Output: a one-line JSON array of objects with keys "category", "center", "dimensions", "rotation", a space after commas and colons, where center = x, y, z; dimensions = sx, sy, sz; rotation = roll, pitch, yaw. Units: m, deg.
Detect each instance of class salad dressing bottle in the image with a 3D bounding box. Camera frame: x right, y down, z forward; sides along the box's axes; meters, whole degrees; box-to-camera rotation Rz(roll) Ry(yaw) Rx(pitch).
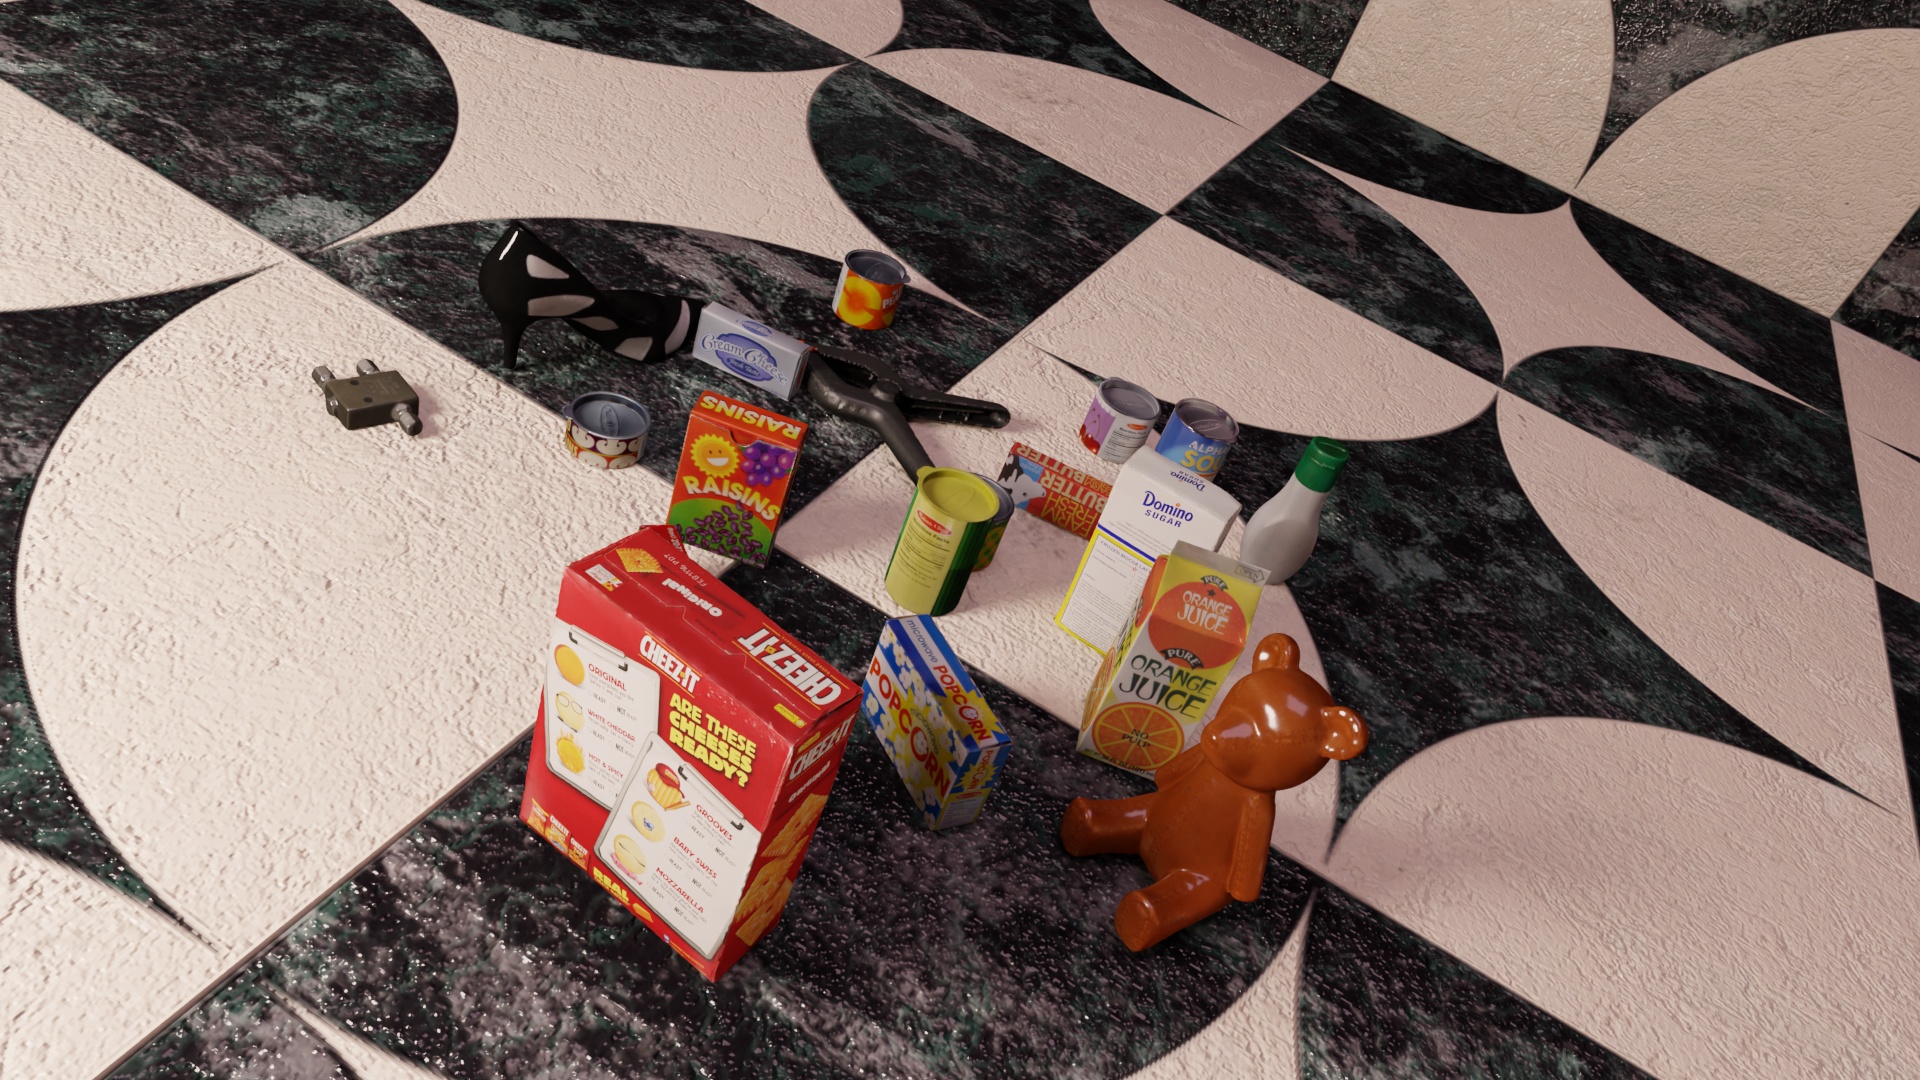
[{"category": "salad dressing bottle", "center": [0.306, -0.027, 1.268], "dimensions": [0.064, 0.146, 0.044], "rotation": [17, 36, -7]}]

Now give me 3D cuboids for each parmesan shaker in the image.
[{"category": "parmesan shaker", "center": [-0.018, 0.000, 1.106], "dimensions": [0.071, 0.102, 0.072], "rotation": [14, 37, -11]}]

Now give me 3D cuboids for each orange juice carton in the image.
[{"category": "orange juice carton", "center": [0.154, 0.082, 1.016], "dimensions": [0.072, 0.191, 0.073], "rotation": [21, 36, -2]}]

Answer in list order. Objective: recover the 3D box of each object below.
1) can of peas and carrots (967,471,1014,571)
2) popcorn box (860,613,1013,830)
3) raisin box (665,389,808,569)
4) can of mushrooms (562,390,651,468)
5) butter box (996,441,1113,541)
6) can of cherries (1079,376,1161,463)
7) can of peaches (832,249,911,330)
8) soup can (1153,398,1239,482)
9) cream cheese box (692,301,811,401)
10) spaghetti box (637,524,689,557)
[{"category": "can of peas and carrots", "center": [0.004, -0.015, 1.174], "dimensions": [0.071, 0.058, 0.071], "rotation": [14, 37, -11]}, {"category": "popcorn box", "center": [-0.021, 0.124, 0.963], "dimensions": [0.038, 0.084, 0.127], "rotation": [-6, 45, -33]}, {"category": "raisin box", "center": [-0.174, -0.045, 1.068], "dimensions": [0.086, 0.122, 0.040], "rotation": [19, 36, -3]}, {"category": "can of mushrooms", "center": [-0.292, -0.091, 1.141], "dimensions": [0.071, 0.033, 0.071], "rotation": [14, 37, -11]}, {"category": "butter box", "center": [0.085, -0.044, 1.256], "dimensions": [0.103, 0.052, 0.024], "rotation": [25, 36, 4]}, {"category": "can of cherries", "center": [0.158, -0.120, 1.385], "dimensions": [0.071, 0.058, 0.072], "rotation": [14, 37, -11]}, {"category": "can of peaches", "center": [-0.092, -0.257, 1.432], "dimensions": [0.071, 0.057, 0.071], "rotation": [14, 37, -11]}, {"category": "soup can", "center": [0.225, -0.084, 1.353], "dimensions": [0.071, 0.083, 0.072], "rotation": [14, 37, -11]}, {"category": "cream cheese box", "center": [-0.193, -0.174, 1.279], "dimensions": [0.104, 0.053, 0.024], "rotation": [25, 36, 5]}, {"category": "spaghetti box", "center": [-0.176, 0.088, 0.959], "dimensions": [0.029, 0.050, 0.251], "rotation": [-5, 44, -32]}]
